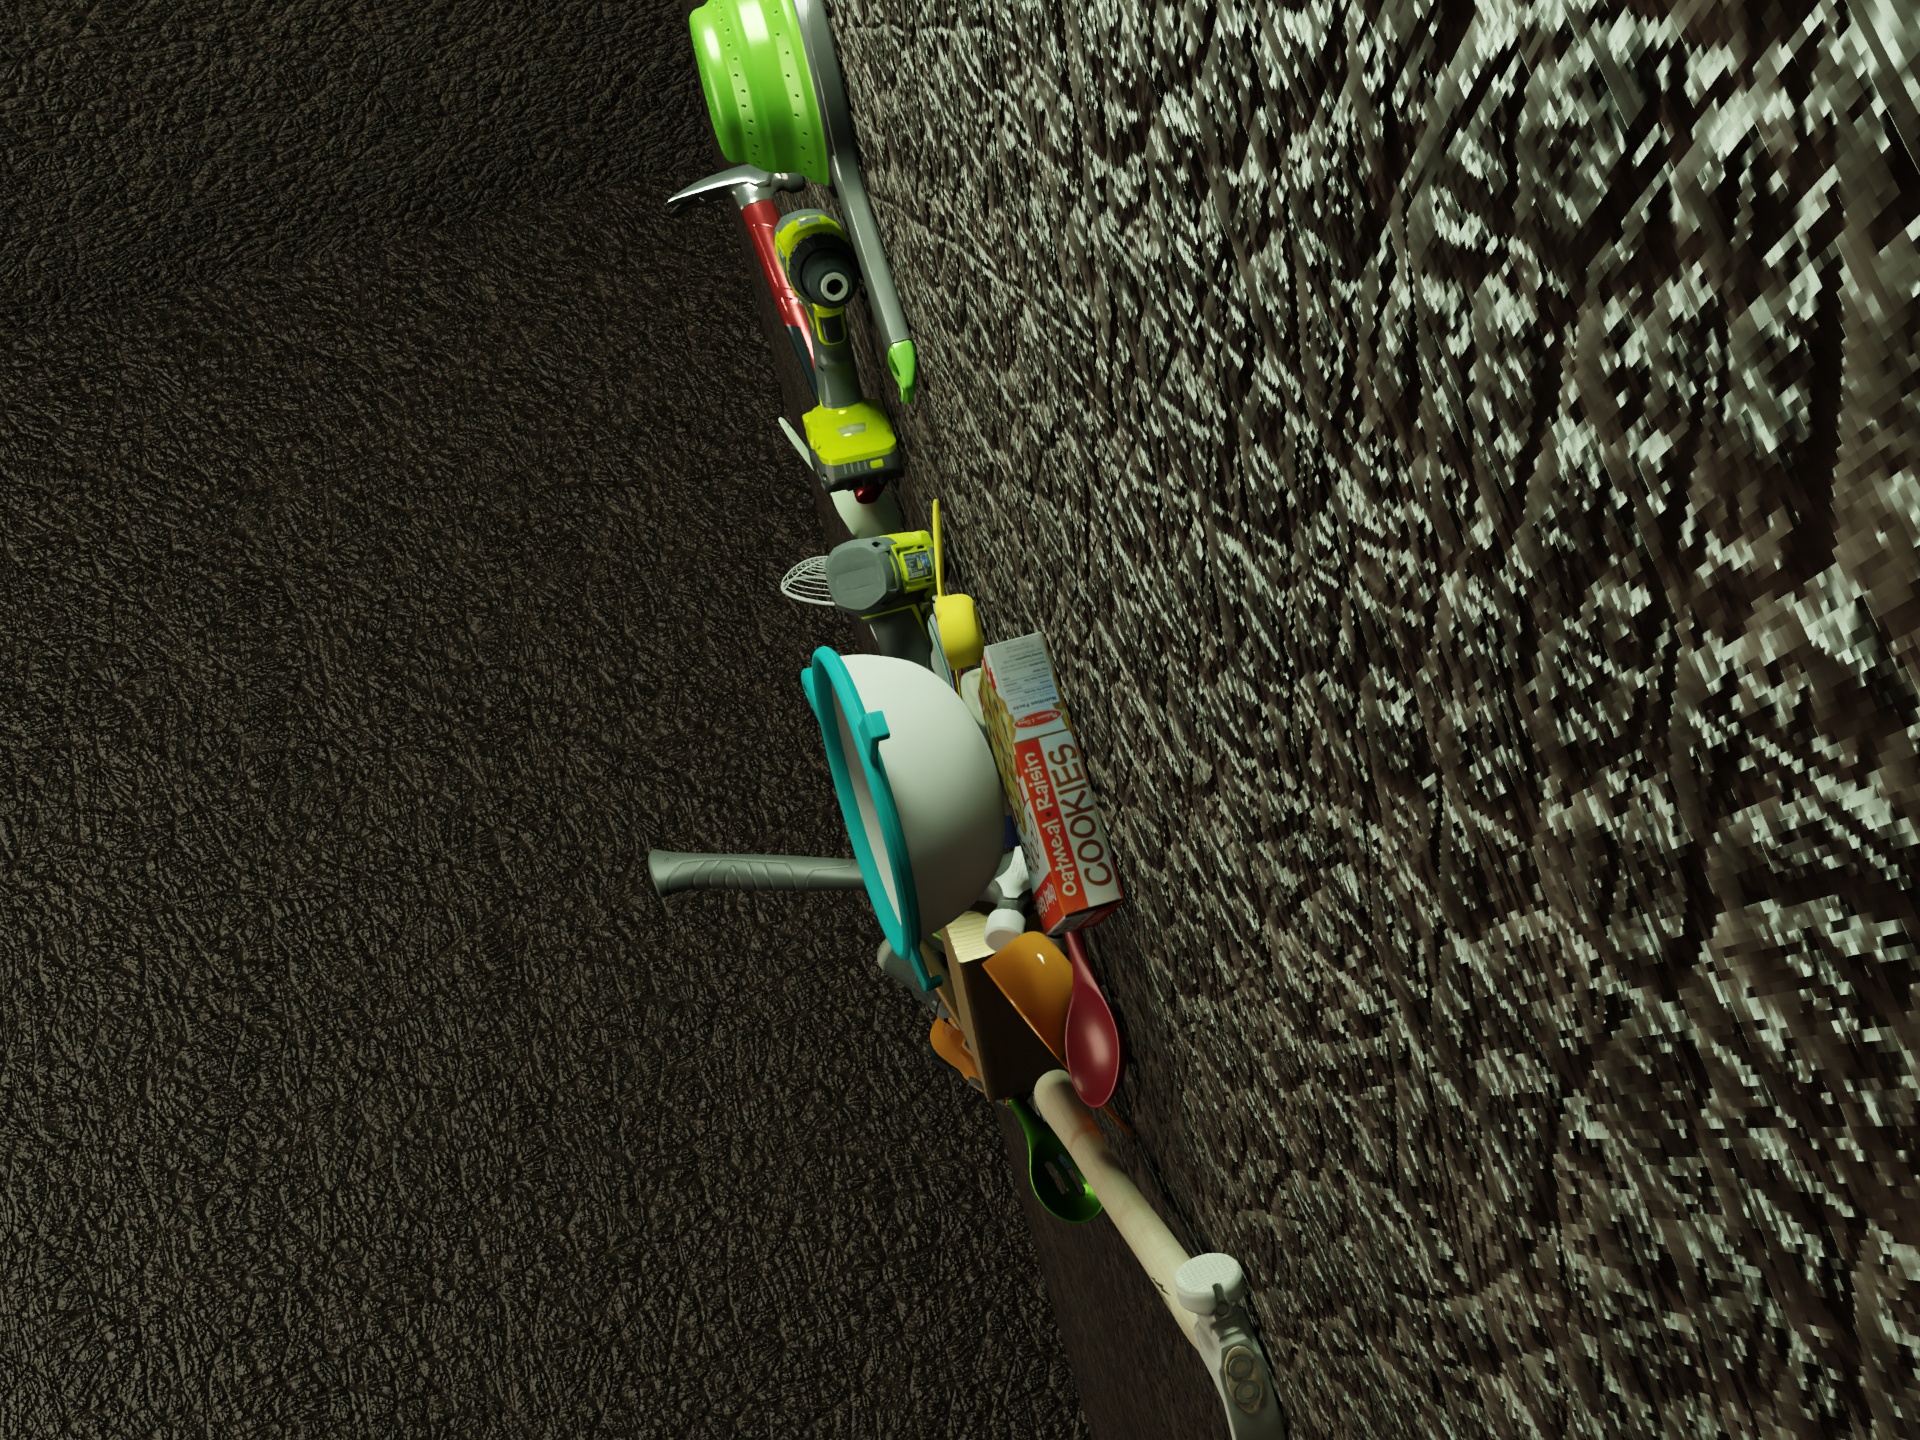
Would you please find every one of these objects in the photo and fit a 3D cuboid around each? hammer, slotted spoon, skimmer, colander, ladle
[{"bbox_3d":[-0.171,-0.389,1.608,0.038,0.143,0.386,95,154,-75],"label":"hammer"},{"bbox_3d":[-0.099,0.122,1.300,0.146,0.335,0.035,-74,-22,-48],"label":"hammer"},{"bbox_3d":[0.037,0.321,1.458,0.314,0.070,0.031,57,-167,-1],"label":"slotted spoon"},{"bbox_3d":[0.119,0.344,1.075,0.411,0.038,0.146,-142,35,-76],"label":"hammer"},{"bbox_3d":[-0.059,-0.135,1.654,0.409,0.036,0.149,-115,12,-63],"label":"hammer"},{"bbox_3d":[-0.087,-0.043,1.794,0.090,0.127,0.364,-48,62,43],"label":"skimmer"},{"bbox_3d":[-0.125,-0.412,1.189,0.204,0.094,0.397,99,155,-78],"label":"colander"},{"bbox_3d":[0.067,0.108,1.084,0.069,0.031,0.315,-7,97,61],"label":"ladle"}]

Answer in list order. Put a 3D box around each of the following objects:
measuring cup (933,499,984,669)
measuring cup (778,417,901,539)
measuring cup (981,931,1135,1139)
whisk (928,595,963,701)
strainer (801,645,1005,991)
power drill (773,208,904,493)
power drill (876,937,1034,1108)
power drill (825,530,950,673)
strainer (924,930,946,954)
[{"bbox_3d":[-0.003,-0.111,1.235,0.062,0.029,0.157,66,-163,-58],"label":"measuring cup"},{"bbox_3d":[-0.119,-0.248,1.610,0.167,0.038,0.083,51,-161,-20],"label":"measuring cup"},{"bbox_3d":[0.089,0.229,1.166,0.173,0.052,0.095,50,174,-6],"label":"measuring cup"},{"bbox_3d":[-0.001,-0.005,1.418,0.051,0.047,0.245,-18,-92,-83],"label":"whisk"},{"bbox_3d":[-0.041,0.020,1.101,0.341,0.095,0.210,-125,21,-64],"label":"strainer"},{"bbox_3d":[-0.109,-0.324,1.403,0.191,0.080,0.228,-114,13,-60],"label":"power drill"},{"bbox_3d":[0.006,0.295,1.578,0.185,0.084,0.226,29,159,15],"label":"power drill"},{"bbox_3d":[-0.029,-0.039,1.270,0.171,0.080,0.223,-25,-77,-68],"label":"power drill"},{"bbox_3d":[0.000,0.187,1.535,0.151,0.069,0.256,24,161,26],"label":"strainer"}]
